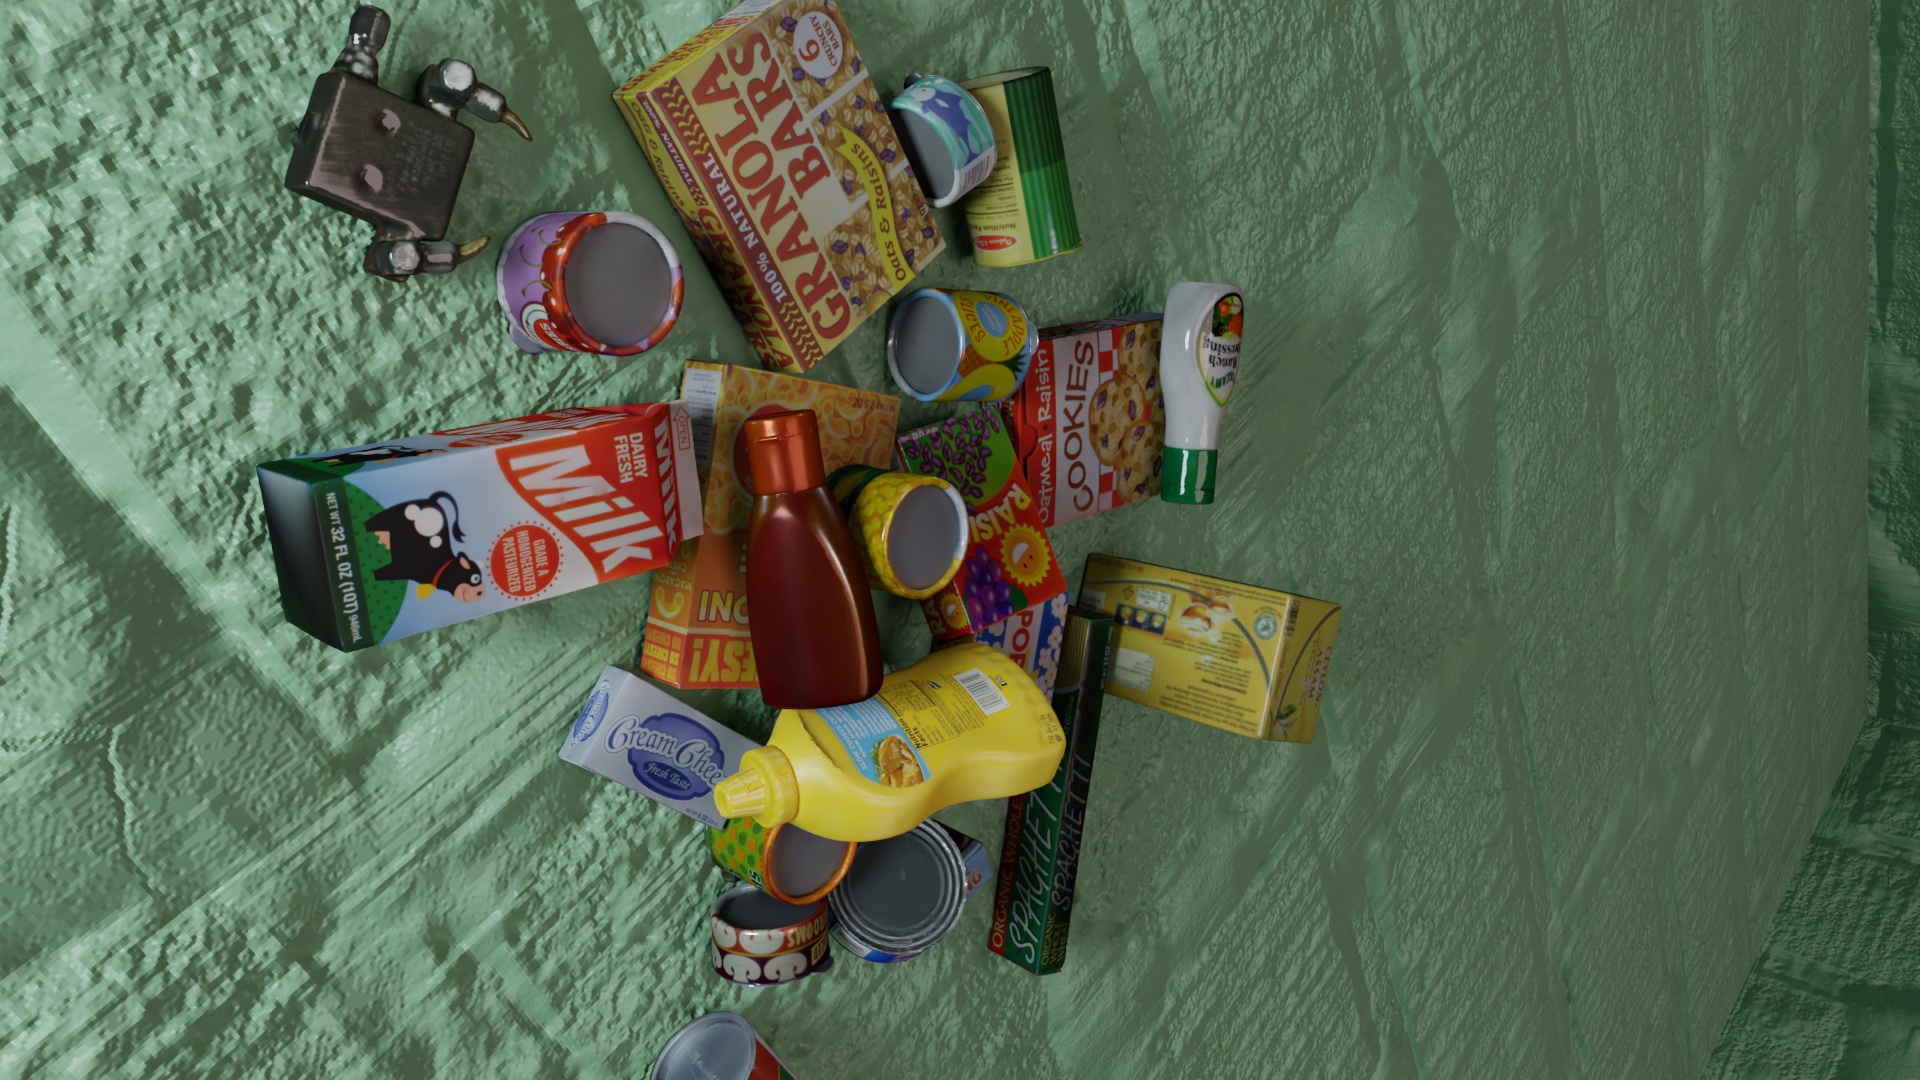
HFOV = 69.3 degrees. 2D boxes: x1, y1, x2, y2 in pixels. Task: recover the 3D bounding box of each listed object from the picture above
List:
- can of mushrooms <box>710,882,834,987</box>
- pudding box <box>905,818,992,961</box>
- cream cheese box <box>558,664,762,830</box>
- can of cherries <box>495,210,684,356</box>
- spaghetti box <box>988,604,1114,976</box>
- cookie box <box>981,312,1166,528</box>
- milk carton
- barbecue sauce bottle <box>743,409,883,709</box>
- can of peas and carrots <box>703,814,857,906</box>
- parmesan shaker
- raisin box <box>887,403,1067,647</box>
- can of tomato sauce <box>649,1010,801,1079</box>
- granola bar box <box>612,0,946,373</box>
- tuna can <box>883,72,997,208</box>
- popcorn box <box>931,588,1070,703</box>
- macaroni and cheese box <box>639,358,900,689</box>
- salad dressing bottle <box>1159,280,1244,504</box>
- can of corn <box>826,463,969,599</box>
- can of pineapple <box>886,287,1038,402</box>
[{"bbox_3d":[-0.104,0.218,0.775,0.071,0.071,0.033,-12,106,-43],"label":"can of mushrooms"},{"bbox_3d":[-0.025,0.217,0.870,0.084,0.049,0.030,-39,126,-33],"label":"pudding box"},{"bbox_3d":[-0.156,0.110,0.733,0.103,0.024,0.053,39,70,-43],"label":"cream cheese box"},{"bbox_3d":[-0.172,-0.116,0.642,0.072,0.058,0.071,-12,107,-44],"label":"can of cherries"},{"bbox_3d":[0.062,0.170,0.947,0.029,0.050,0.249,3,97,-44],"label":"spaghetti box"},{"bbox_3d":[0.085,-0.082,0.922,0.168,0.040,0.122,-16,110,-42],"label":"cookie box"},{"bbox_3d":[-0.199,-0.015,0.623,0.191,0.073,0.072,-16,109,-41],"label":"milk carton"},{"bbox_3d":[-0.080,0.009,0.703,0.044,0.065,0.148,-40,123,-72],"label":"barbecue sauce bottle"},{"bbox_3d":[-0.101,0.166,0.776,0.071,0.059,0.070,-12,107,-43],"label":"can of peas and carrots"},{"bbox_3d":[0.032,-0.220,0.816,0.071,0.071,0.102,-31,120,-37],"label":"parmesan shaker"},{"bbox_3d":[0.003,-0.010,0.826,0.086,0.040,0.123,-22,90,-41],"label":"raisin box"},{"bbox_3d":[-0.126,0.317,0.778,0.071,0.071,0.082,-49,130,-26],"label":"can of tomato sauce"},{"bbox_3d":[-0.087,-0.189,0.726,0.125,0.039,0.165,-47,128,-27],"label":"granola bar box"},{"bbox_3d":[-0.017,-0.223,0.772,0.033,0.071,0.070,-44,127,-28],"label":"tuna can"},{"bbox_3d":[0.021,0.088,0.897,0.085,0.038,0.126,6,95,-45],"label":"popcorn box"},{"bbox_3d":[-0.101,-0.005,0.752,0.124,0.040,0.166,7,94,-46],"label":"macaroni and cheese box"},{"bbox_3d":[0.159,-0.099,0.933,0.064,0.044,0.147,-5,102,-47],"label":"salad dressing bottle"},{"bbox_3d":[-0.039,-0.004,0.743,0.071,0.058,0.071,-12,107,-45],"label":"can of corn"},{"bbox_3d":[0.000,-0.114,0.809,0.058,0.071,0.071,-6,103,-44],"label":"can of pineapple"}]
